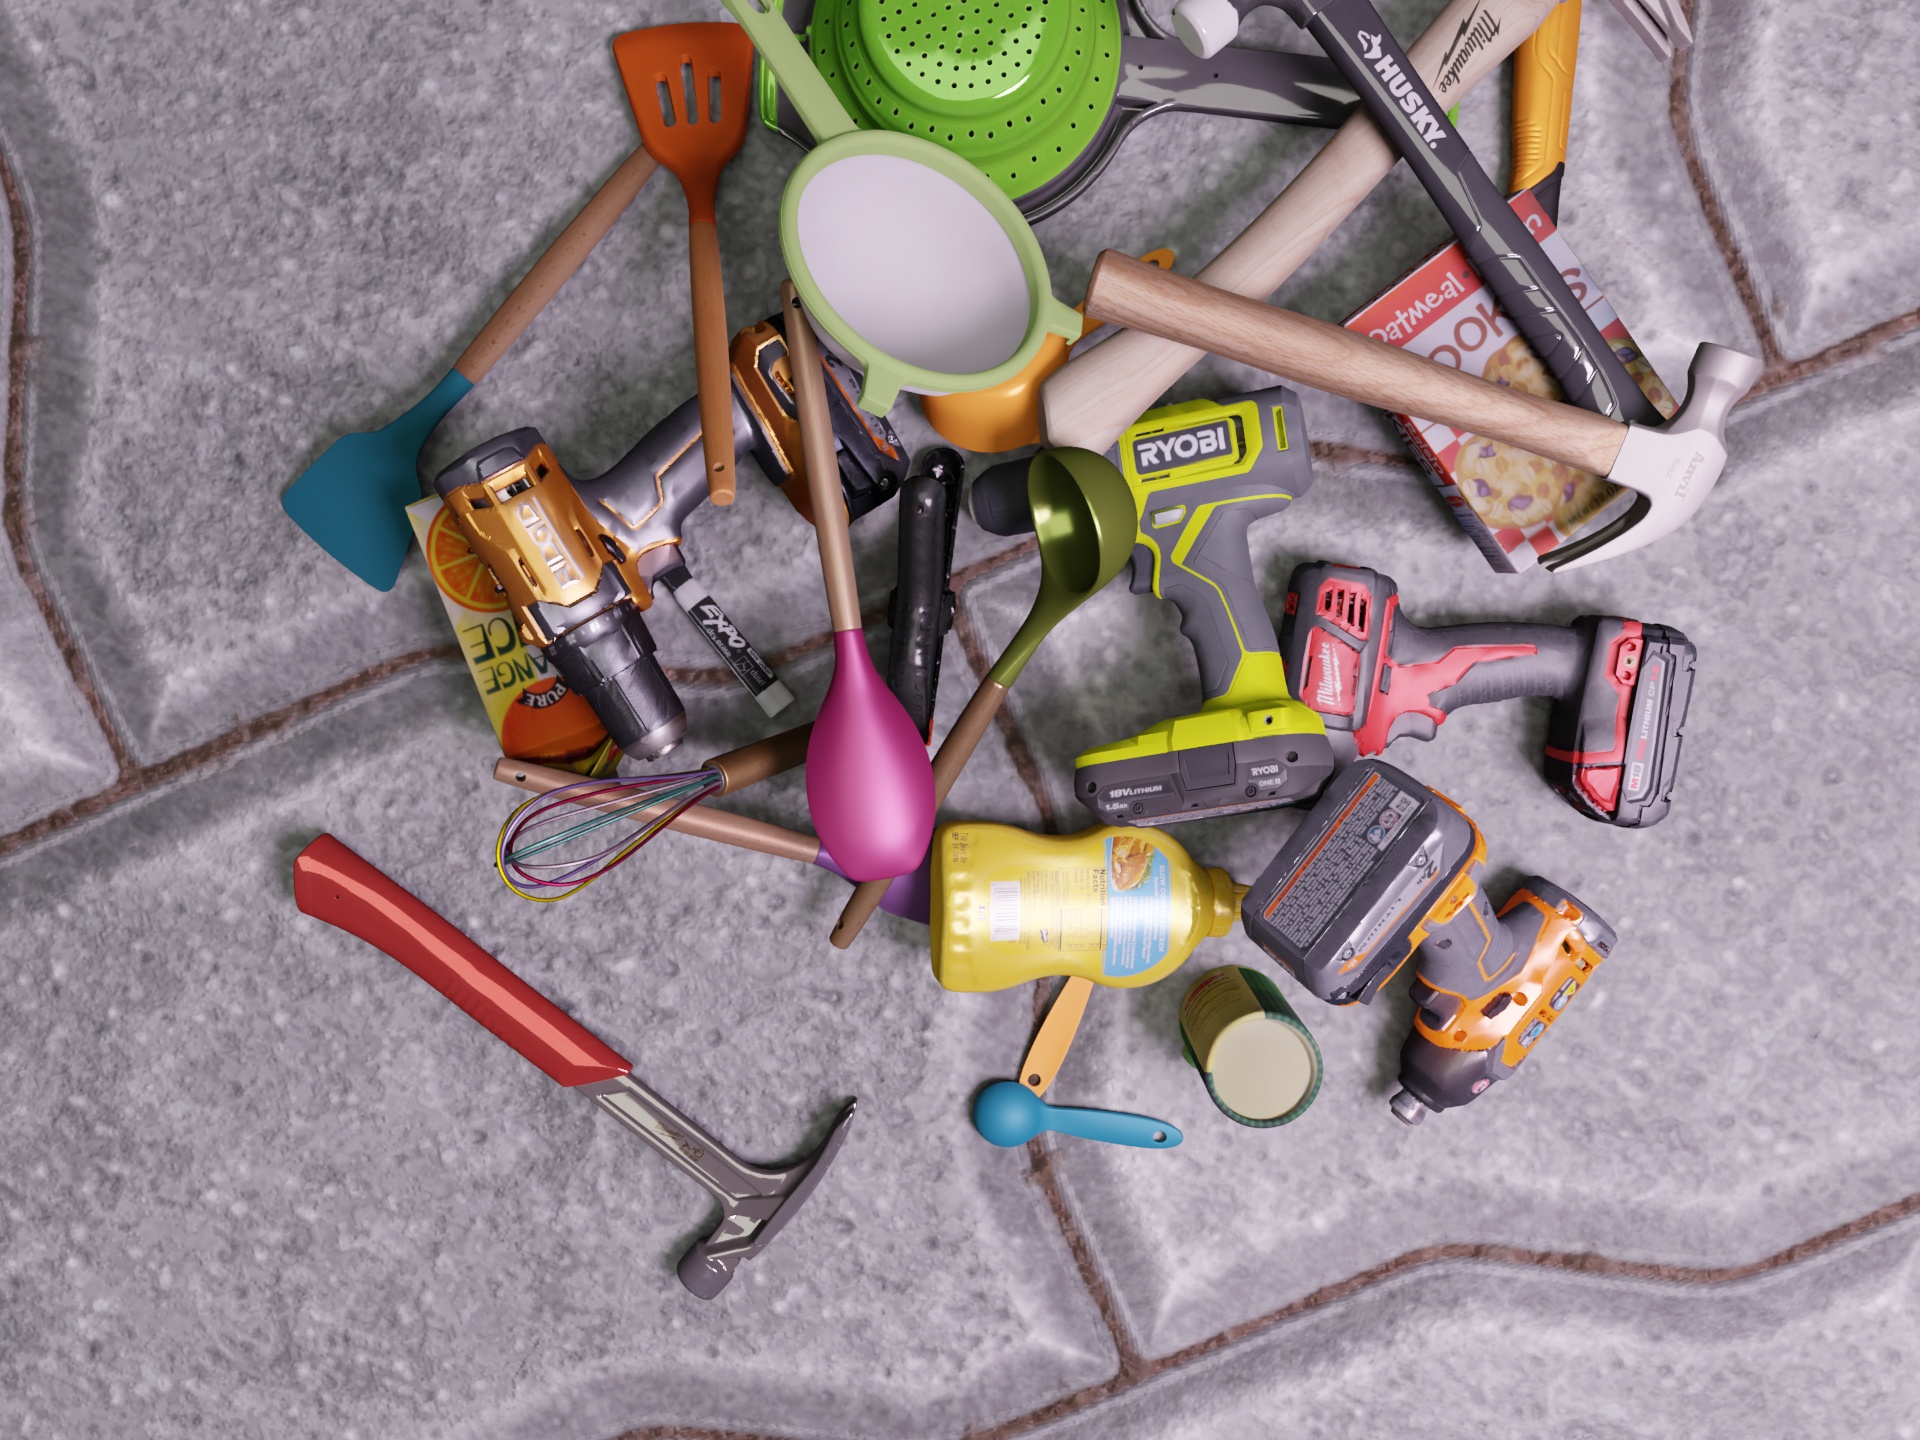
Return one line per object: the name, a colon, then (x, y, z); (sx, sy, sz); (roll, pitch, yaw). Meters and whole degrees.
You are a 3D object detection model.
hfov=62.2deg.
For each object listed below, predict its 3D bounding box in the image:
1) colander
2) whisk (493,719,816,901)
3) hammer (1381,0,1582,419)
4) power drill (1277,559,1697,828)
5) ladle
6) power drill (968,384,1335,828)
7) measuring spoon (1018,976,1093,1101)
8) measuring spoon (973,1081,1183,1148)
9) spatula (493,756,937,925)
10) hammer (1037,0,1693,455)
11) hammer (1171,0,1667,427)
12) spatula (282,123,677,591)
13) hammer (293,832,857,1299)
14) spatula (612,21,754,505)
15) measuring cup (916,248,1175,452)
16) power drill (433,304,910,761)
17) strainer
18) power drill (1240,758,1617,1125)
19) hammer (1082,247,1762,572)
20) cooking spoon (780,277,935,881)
colander: (0.083, -0.366, 0.864); (0.397, 0.094, 0.204); (6, 95, 0)
whisk: (-0.148, 0.041, 0.851); (0.051, 0.245, 0.047); (-42, 77, 39)
hammer: (0.318, -0.325, 0.896); (0.127, 0.034, 0.337); (4, 95, -1)
power drill: (0.286, -0.006, 0.906); (0.219, 0.078, 0.143); (9, 94, 3)
ladle: (-0.001, -0.003, 0.859); (0.062, 0.078, 0.320); (15, 115, -39)
power drill: (0.107, -0.060, 0.877); (0.190, 0.080, 0.228); (-10, 80, 17)
measuring spoon: (0.062, 0.178, 0.957); (0.021, 0.011, 0.117); (23, 99, -5)
measuring spoon: (0.071, 0.246, 0.953); (0.128, 0.021, 0.042); (8, 107, -1)
spatula: (-0.106, 0.066, 0.903); (0.315, 0.018, 0.060); (16, 95, -19)
hammer: (0.204, -0.279, 0.852); (0.410, 0.038, 0.146); (-45, 96, 0)
hammer: (0.264, -0.275, 0.820); (0.146, 0.035, 0.334); (-38, 97, 0)
spatula: (-0.269, -0.218, 0.920); (0.082, 0.044, 0.317); (40, 90, -2)
hammer: (-0.239, 0.182, 0.947); (0.359, 0.037, 0.149); (39, 94, -3)
spatula: (-0.138, -0.250, 0.845); (0.081, 0.041, 0.323); (-7, 60, -4)
measuring cup: (0.050, -0.225, 0.888); (0.173, 0.052, 0.095); (-37, 69, -5)
power drill: (-0.140, -0.103, 0.862); (0.226, 0.084, 0.185); (-33, 98, -19)
strainer: (-0.061, -0.267, 0.827); (0.151, 0.069, 0.256); (-29, 84, -34)
power drill: (0.254, 0.133, 0.873); (0.226, 0.084, 0.164); (34, 96, -38)
hammer: (0.223, -0.171, 0.811); (0.331, 0.031, 0.130); (18, 107, 1)
cooking spoon: (-0.064, -0.073, 0.837); (0.068, 0.017, 0.319); (-9, 93, -10)
